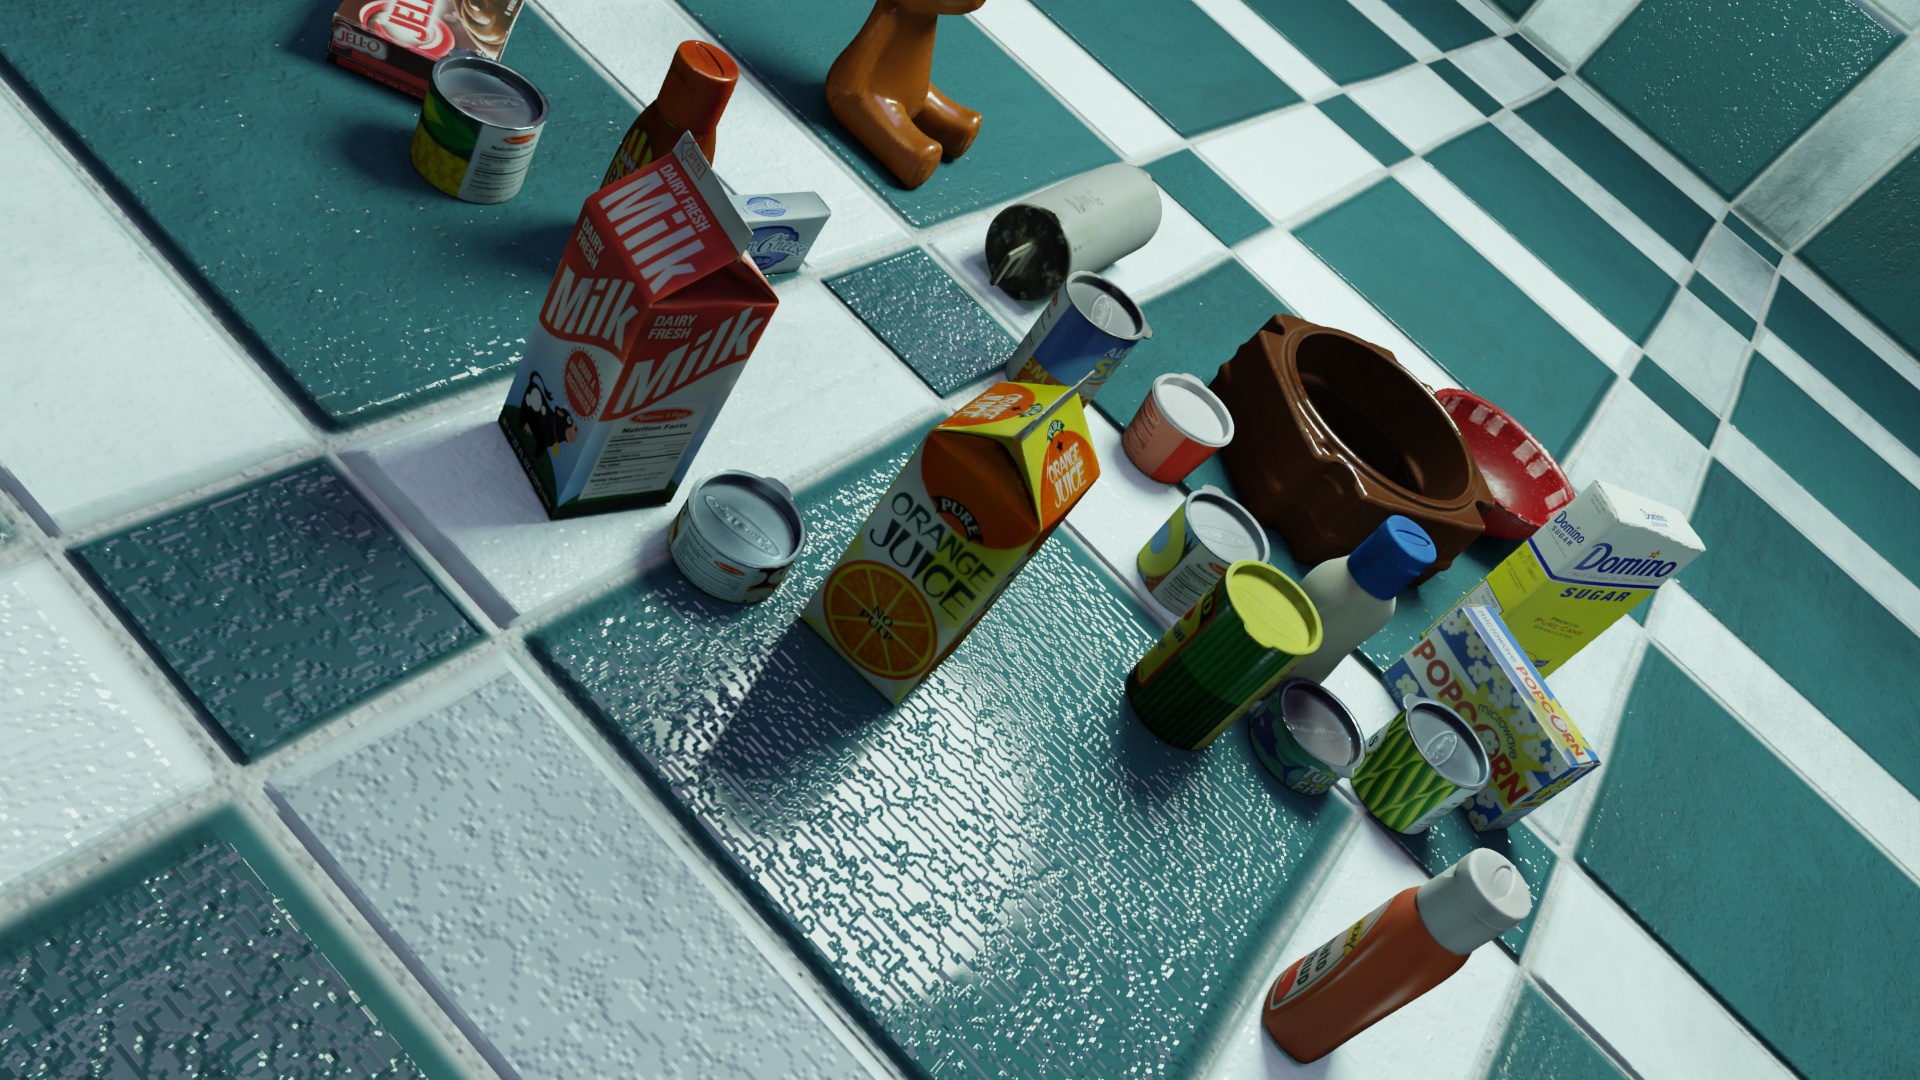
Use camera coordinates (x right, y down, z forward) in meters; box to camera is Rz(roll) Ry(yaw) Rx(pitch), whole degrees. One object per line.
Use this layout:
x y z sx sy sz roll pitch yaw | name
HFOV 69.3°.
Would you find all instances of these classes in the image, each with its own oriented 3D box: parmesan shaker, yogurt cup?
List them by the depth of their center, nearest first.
0.150 0.069 0.804 0.071 0.102 0.072 21 41 -20 | parmesan shaker
0.152 -0.077 0.992 0.072 0.053 0.073 21 41 -20 | yogurt cup

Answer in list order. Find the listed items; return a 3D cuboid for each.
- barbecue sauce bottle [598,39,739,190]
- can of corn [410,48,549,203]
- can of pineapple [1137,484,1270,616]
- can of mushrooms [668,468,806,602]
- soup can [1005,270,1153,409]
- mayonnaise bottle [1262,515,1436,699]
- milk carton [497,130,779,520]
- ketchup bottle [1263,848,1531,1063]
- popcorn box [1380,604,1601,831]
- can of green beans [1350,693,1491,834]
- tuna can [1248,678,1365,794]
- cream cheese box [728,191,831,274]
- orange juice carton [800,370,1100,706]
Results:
-0.172 -0.219 0.808 0.044 0.147 0.065 -12 60 -44 | barbecue sauce bottle
-0.285 -0.243 0.818 0.071 0.058 0.071 21 41 -20 | can of corn
0.158 0.009 0.908 0.071 0.057 0.071 21 41 -20 | can of pineapple
-0.116 -0.003 0.728 0.071 0.033 0.071 21 41 -20 | can of mushrooms
0.082 -0.134 0.971 0.071 0.083 0.072 21 41 -20 | soup can
0.228 0.044 0.854 0.065 0.147 0.041 15 44 -26 | mayonnaise bottle
-0.152 -0.100 0.671 0.074 0.189 0.072 -10 58 -43 | milk carton
0.214 0.203 0.683 0.043 0.148 0.065 47 39 11 | ketchup bottle
0.349 0.117 0.924 0.038 0.084 0.127 1 51 -37 | popcorn box
0.288 0.142 0.874 0.071 0.057 0.071 21 41 -20 | can of green beans
0.214 0.123 0.856 0.071 0.032 0.071 21 41 -20 | tuna can
-0.135 -0.195 0.888 0.104 0.053 0.024 -18 64 -46 | cream cheese box
0.002 -0.009 0.697 0.073 0.191 0.072 43 39 6 | orange juice carton
